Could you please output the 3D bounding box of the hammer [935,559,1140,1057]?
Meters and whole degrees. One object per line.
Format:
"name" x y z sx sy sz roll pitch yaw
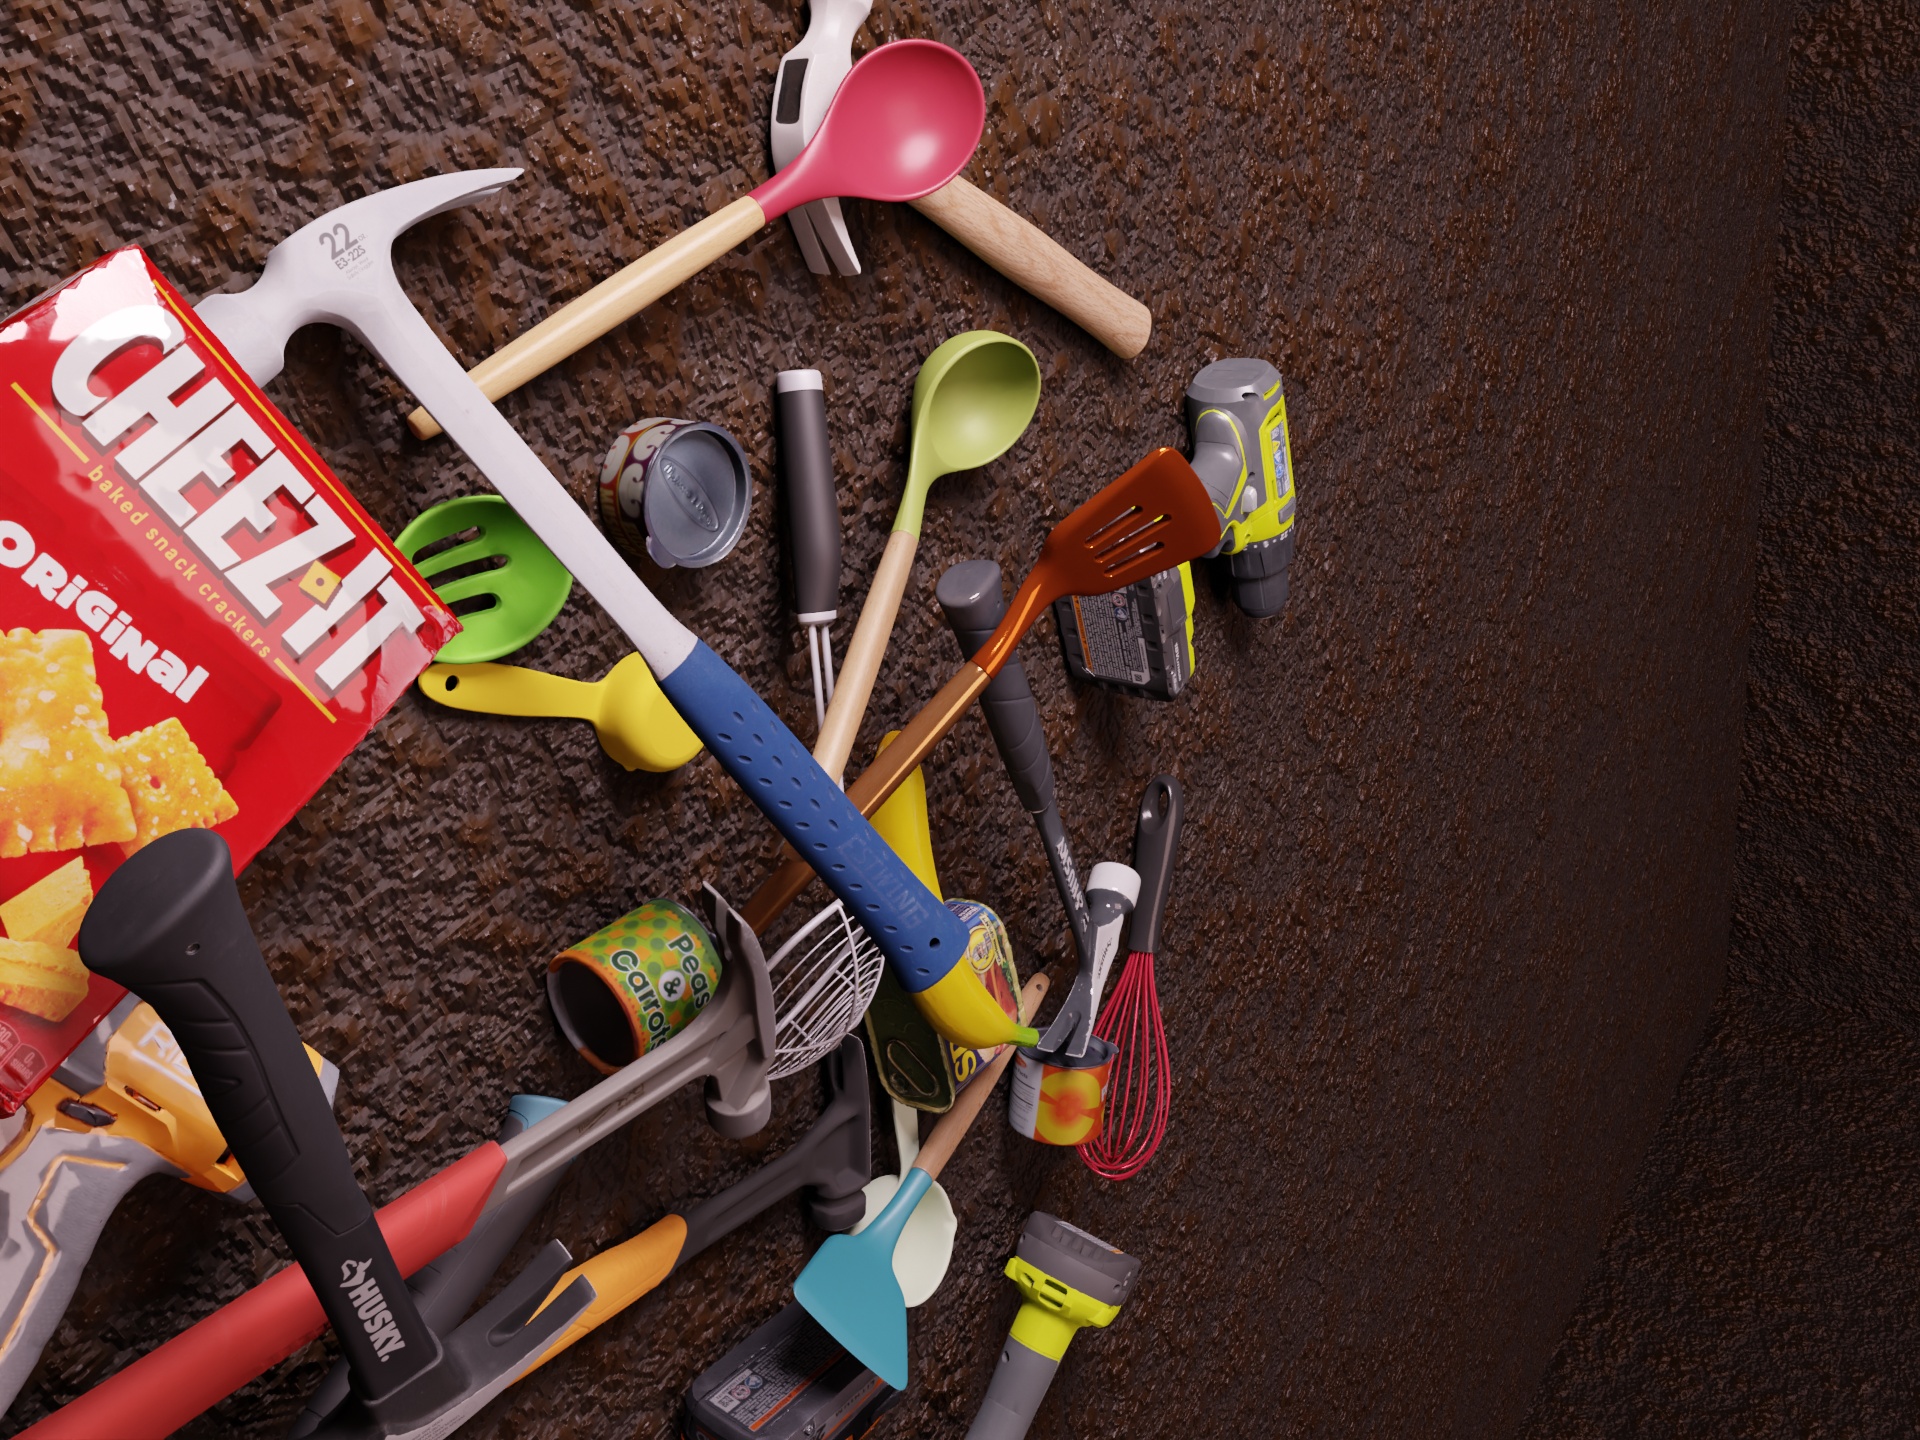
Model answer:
"hammer" 0.046 0.054 0.934 0.408 0.036 0.149 69 34 -50

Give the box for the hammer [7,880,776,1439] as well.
"hammer" -0.227 0.203 0.636 0.359 0.037 0.149 -30 139 -30

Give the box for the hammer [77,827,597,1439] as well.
"hammer" -0.216 0.162 0.548 0.146 0.035 0.334 -30 140 -29

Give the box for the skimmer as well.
"skimmer" -0.094 0.009 0.816 0.127 0.090 0.363 -19 107 -64

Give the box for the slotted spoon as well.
"slotted spoon" -0.276 -0.018 0.573 0.314 0.031 0.070 -28 123 -43

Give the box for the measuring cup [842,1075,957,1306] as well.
"measuring cup" -0.045 0.273 0.978 0.083 0.038 0.167 -2 87 -54

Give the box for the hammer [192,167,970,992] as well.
"hammer" -0.120 -0.037 0.659 0.405 0.035 0.144 52 60 -25

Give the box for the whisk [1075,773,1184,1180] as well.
"whisk" 0.129 0.185 1.150 0.073 0.073 0.296 8 89 -53

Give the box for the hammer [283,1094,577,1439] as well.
"hammer" -0.262 0.295 0.662 0.128 0.033 0.331 43 57 -13

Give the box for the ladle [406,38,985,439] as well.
"ladle" -0.108 -0.209 0.695 0.315 0.031 0.069 -41 122 -24

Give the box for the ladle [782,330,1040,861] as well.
"ladle" -0.024 -0.070 0.799 0.078 0.062 0.320 62 38 -51

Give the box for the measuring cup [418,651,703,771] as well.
"measuring cup" -0.170 -0.008 0.712 0.156 0.029 0.062 9 94 -55

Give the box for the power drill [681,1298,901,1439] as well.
"power drill" -0.090 0.460 0.938 0.164 0.084 0.226 -23 123 -50

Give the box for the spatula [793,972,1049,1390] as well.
"spatula" -0.005 0.255 0.964 0.082 0.044 0.318 43 42 -5

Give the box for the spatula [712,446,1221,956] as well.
"spatula" -0.001 -0.002 0.768 0.322 0.041 0.080 -48 139 -5

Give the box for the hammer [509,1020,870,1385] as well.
"hammer" -0.167 0.273 0.808 0.337 0.034 0.127 -22 119 -47

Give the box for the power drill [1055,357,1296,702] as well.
"power drill" 0.159 -0.112 1.072 0.228 0.080 0.190 -45 134 -38

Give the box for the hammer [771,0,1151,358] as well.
"hammer" 0.014 -0.265 0.866 0.331 0.031 0.130 15 89 -54

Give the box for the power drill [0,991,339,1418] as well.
"power drill" -0.336 0.160 0.513 0.226 0.084 0.185 -59 135 -27

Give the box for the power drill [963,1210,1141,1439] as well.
"power drill" 0.042 0.461 1.100 0.223 0.080 0.171 -63 162 -12
